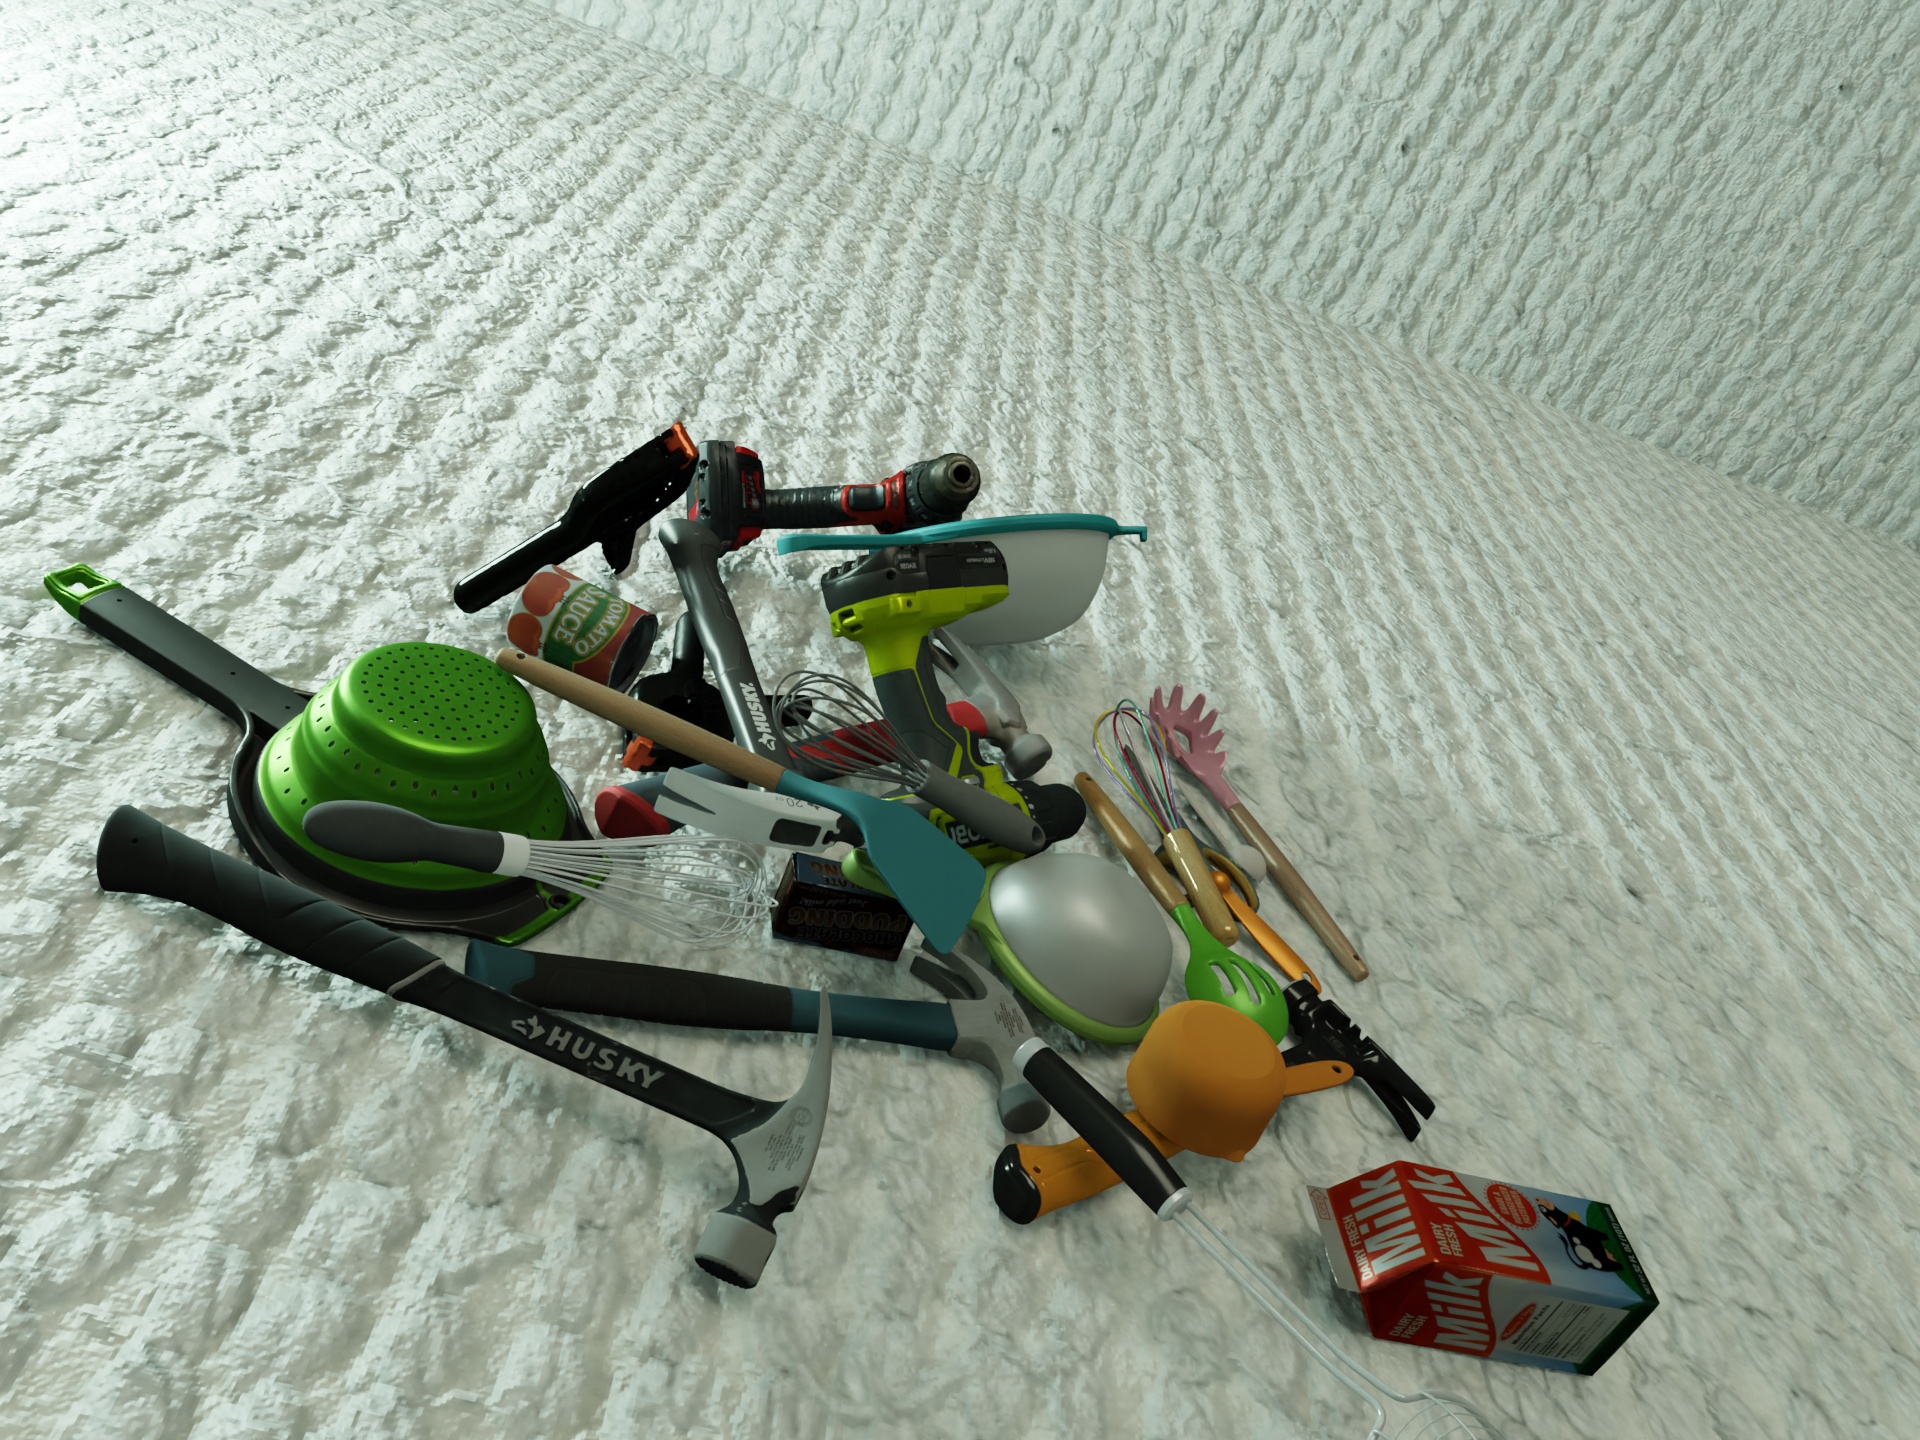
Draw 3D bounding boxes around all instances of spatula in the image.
[{"bbox_3d":[-0.131,0.034,0.932,0.317,0.044,0.082,24,38,5],"label":"spatula"}]

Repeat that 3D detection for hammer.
[{"bbox_3d":[-0.159,-0.037,1.075,0.146,0.035,0.335,7,36,-30],"label":"hammer"},{"bbox_3d":[-0.256,0.134,0.809,0.409,0.036,0.149,23,59,6],"label":"hammer"},{"bbox_3d":[-0.099,0.013,1.118,0.386,0.038,0.143,-14,57,-48],"label":"hammer"},{"bbox_3d":[-0.112,0.163,0.904,0.330,0.033,0.128,11,34,-21],"label":"hammer"},{"bbox_3d":[0.153,0.243,0.966,0.336,0.034,0.127,-8,42,-43],"label":"hammer"}]

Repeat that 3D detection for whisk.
[{"bbox_3d":[-0.026,0.033,0.999,0.238,0.055,0.055,32,21,-38],"label":"whisk"},{"bbox_3d":[-0.220,0.079,0.878,0.284,0.070,0.070,16,28,-41],"label":"whisk"},{"bbox_3d":[0.158,0.071,1.197,0.047,0.051,0.245,10,38,-29],"label":"whisk"}]

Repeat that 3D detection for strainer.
[{"bbox_3d":[-0.011,-0.106,1.288,0.211,0.095,0.340,-7,0,43],"label":"strainer"},{"bbox_3d":[0.045,0.112,0.998,0.256,0.069,0.152,25,29,-32],"label":"strainer"}]

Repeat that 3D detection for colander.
[{"bbox_3d":[-0.380,-0.020,0.941,0.397,0.094,0.204,30,31,10],"label":"colander"}]

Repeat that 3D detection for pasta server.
[{"bbox_3d":[0.236,0.083,1.270,0.060,0.040,0.317,-5,41,-27],"label":"pasta server"}]

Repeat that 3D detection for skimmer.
[{"bbox_3d":[0.145,0.311,0.818,0.127,0.090,0.364,-18,46,-38],"label":"skimmer"}]

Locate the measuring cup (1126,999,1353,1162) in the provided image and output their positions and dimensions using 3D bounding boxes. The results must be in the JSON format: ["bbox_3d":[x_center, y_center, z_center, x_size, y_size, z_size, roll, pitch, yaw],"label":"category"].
[{"bbox_3d":[0.183,0.206,0.957,0.173,0.052,0.095,-1,37,-32],"label":"measuring cup"}]

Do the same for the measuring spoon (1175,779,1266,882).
[{"bbox_3d":[0.207,0.082,1.261,0.034,0.018,0.124,37,13,-43],"label":"measuring spoon"}]

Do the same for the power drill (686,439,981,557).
[{"bbox_3d":[-0.101,-0.181,1.288,0.226,0.080,0.188,-2,-2,-16],"label":"power drill"}]

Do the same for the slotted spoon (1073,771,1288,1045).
[{"bbox_3d":[0.143,0.120,1.125,0.070,0.031,0.314,2,28,-22],"label":"slotted spoon"}]

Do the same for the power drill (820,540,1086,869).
[{"bbox_3d":[-0.002,-0.004,1.104,0.190,0.080,0.228,-9,86,-43],"label":"power drill"}]

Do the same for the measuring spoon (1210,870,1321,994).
[{"bbox_3d":[0.222,0.153,1.156,0.021,0.011,0.117,-27,68,-39],"label":"measuring spoon"}]
